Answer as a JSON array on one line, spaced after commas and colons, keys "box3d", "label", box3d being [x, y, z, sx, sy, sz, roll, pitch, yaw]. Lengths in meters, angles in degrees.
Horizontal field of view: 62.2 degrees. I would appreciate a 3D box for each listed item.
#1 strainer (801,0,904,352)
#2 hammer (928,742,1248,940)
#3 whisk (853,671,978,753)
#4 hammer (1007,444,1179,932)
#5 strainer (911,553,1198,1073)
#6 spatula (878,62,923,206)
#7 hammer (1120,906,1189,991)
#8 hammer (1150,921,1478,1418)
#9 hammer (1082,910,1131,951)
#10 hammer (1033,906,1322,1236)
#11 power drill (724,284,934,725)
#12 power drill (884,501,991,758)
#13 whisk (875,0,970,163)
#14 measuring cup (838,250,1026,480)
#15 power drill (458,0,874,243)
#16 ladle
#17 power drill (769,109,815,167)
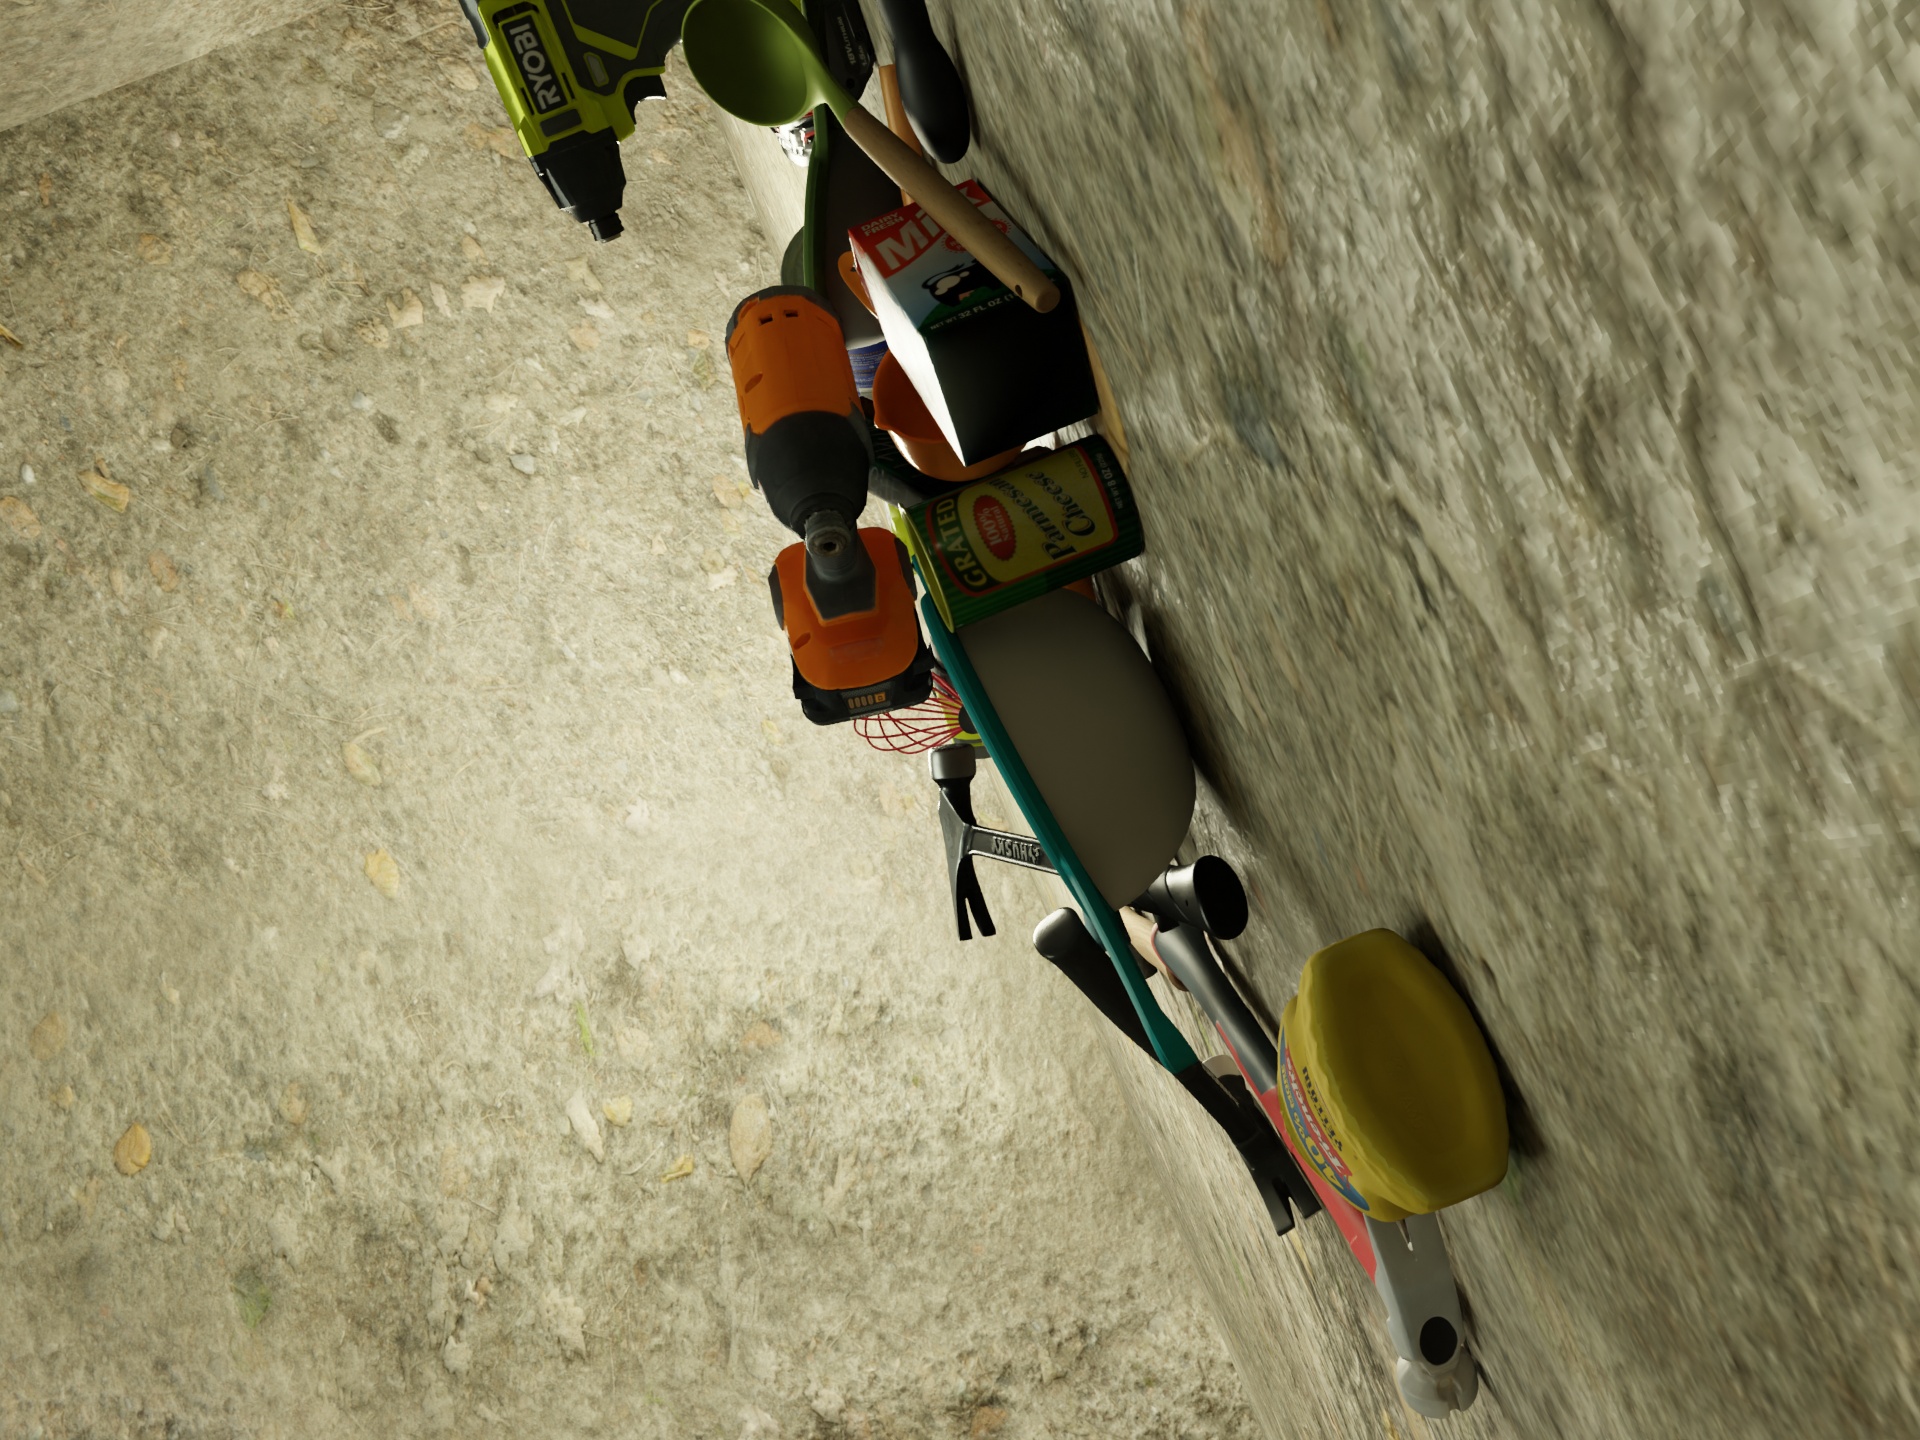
[{"box3d": [-0.053, -0.330, 0.957, 0.256, 0.069, 0.152, 88, -172, -56], "label": "strainer"}, {"box3d": [0.069, 0.098, 1.050, 0.409, 0.036, 0.149, -175, 78, -68], "label": "hammer"}, {"box3d": [-0.002, -0.004, 1.122, 0.296, 0.073, 0.073, 7, 122, 60], "label": "whisk"}, {"box3d": [0.088, -0.019, 1.003, 0.127, 0.034, 0.336, -115, 4, -55], "label": "hammer"}, {"box3d": [0.083, 0.037, 0.817, 0.210, 0.095, 0.341, 58, -175, -36], "label": "strainer"}, {"box3d": [0.001, -0.228, 0.961, 0.081, 0.041, 0.322, -47, -51, -54], "label": "spatula"}, {"box3d": [0.153, 0.178, 1.321, 0.331, 0.031, 0.130, 177, 70, -87], "label": "hammer"}, {"box3d": [0.181, 0.205, 0.917, 0.387, 0.038, 0.143, -118, 7, -64], "label": "hammer"}, {"box3d": [0.073, 0.026, 1.170, 0.128, 0.033, 0.331, 73, -176, -54], "label": "hammer"}, {"box3d": [0.137, 0.216, 1.019, 0.334, 0.035, 0.146, 49, -172, -42], "label": "hammer"}, {"box3d": [-0.070, -0.096, 0.856, 0.226, 0.084, 0.164, 80, 176, -53], "label": "power drill"}, {"box3d": [-0.007, -0.103, 1.286, 0.190, 0.080, 0.229, 72, -175, -62], "label": "power drill"}, {"box3d": [-0.043, -0.357, 0.680, 0.284, 0.070, 0.070, 64, -179, -51], "label": "whisk"}, {"box3d": [-0.020, -0.205, 0.907, 0.174, 0.095, 0.052, 55, 179, 33], "label": "measuring cup"}, {"box3d": [-0.175, -0.413, 0.990, 0.080, 0.223, 0.171, -117, 6, -65], "label": "power drill"}, {"box3d": [-0.050, -0.276, 0.775, 0.320, 0.062, 0.078, 53, 165, 37], "label": "ladle"}, {"box3d": [-0.152, -0.534, 1.192, 0.188, 0.080, 0.226, -165, 50, -87], "label": "power drill"}]
